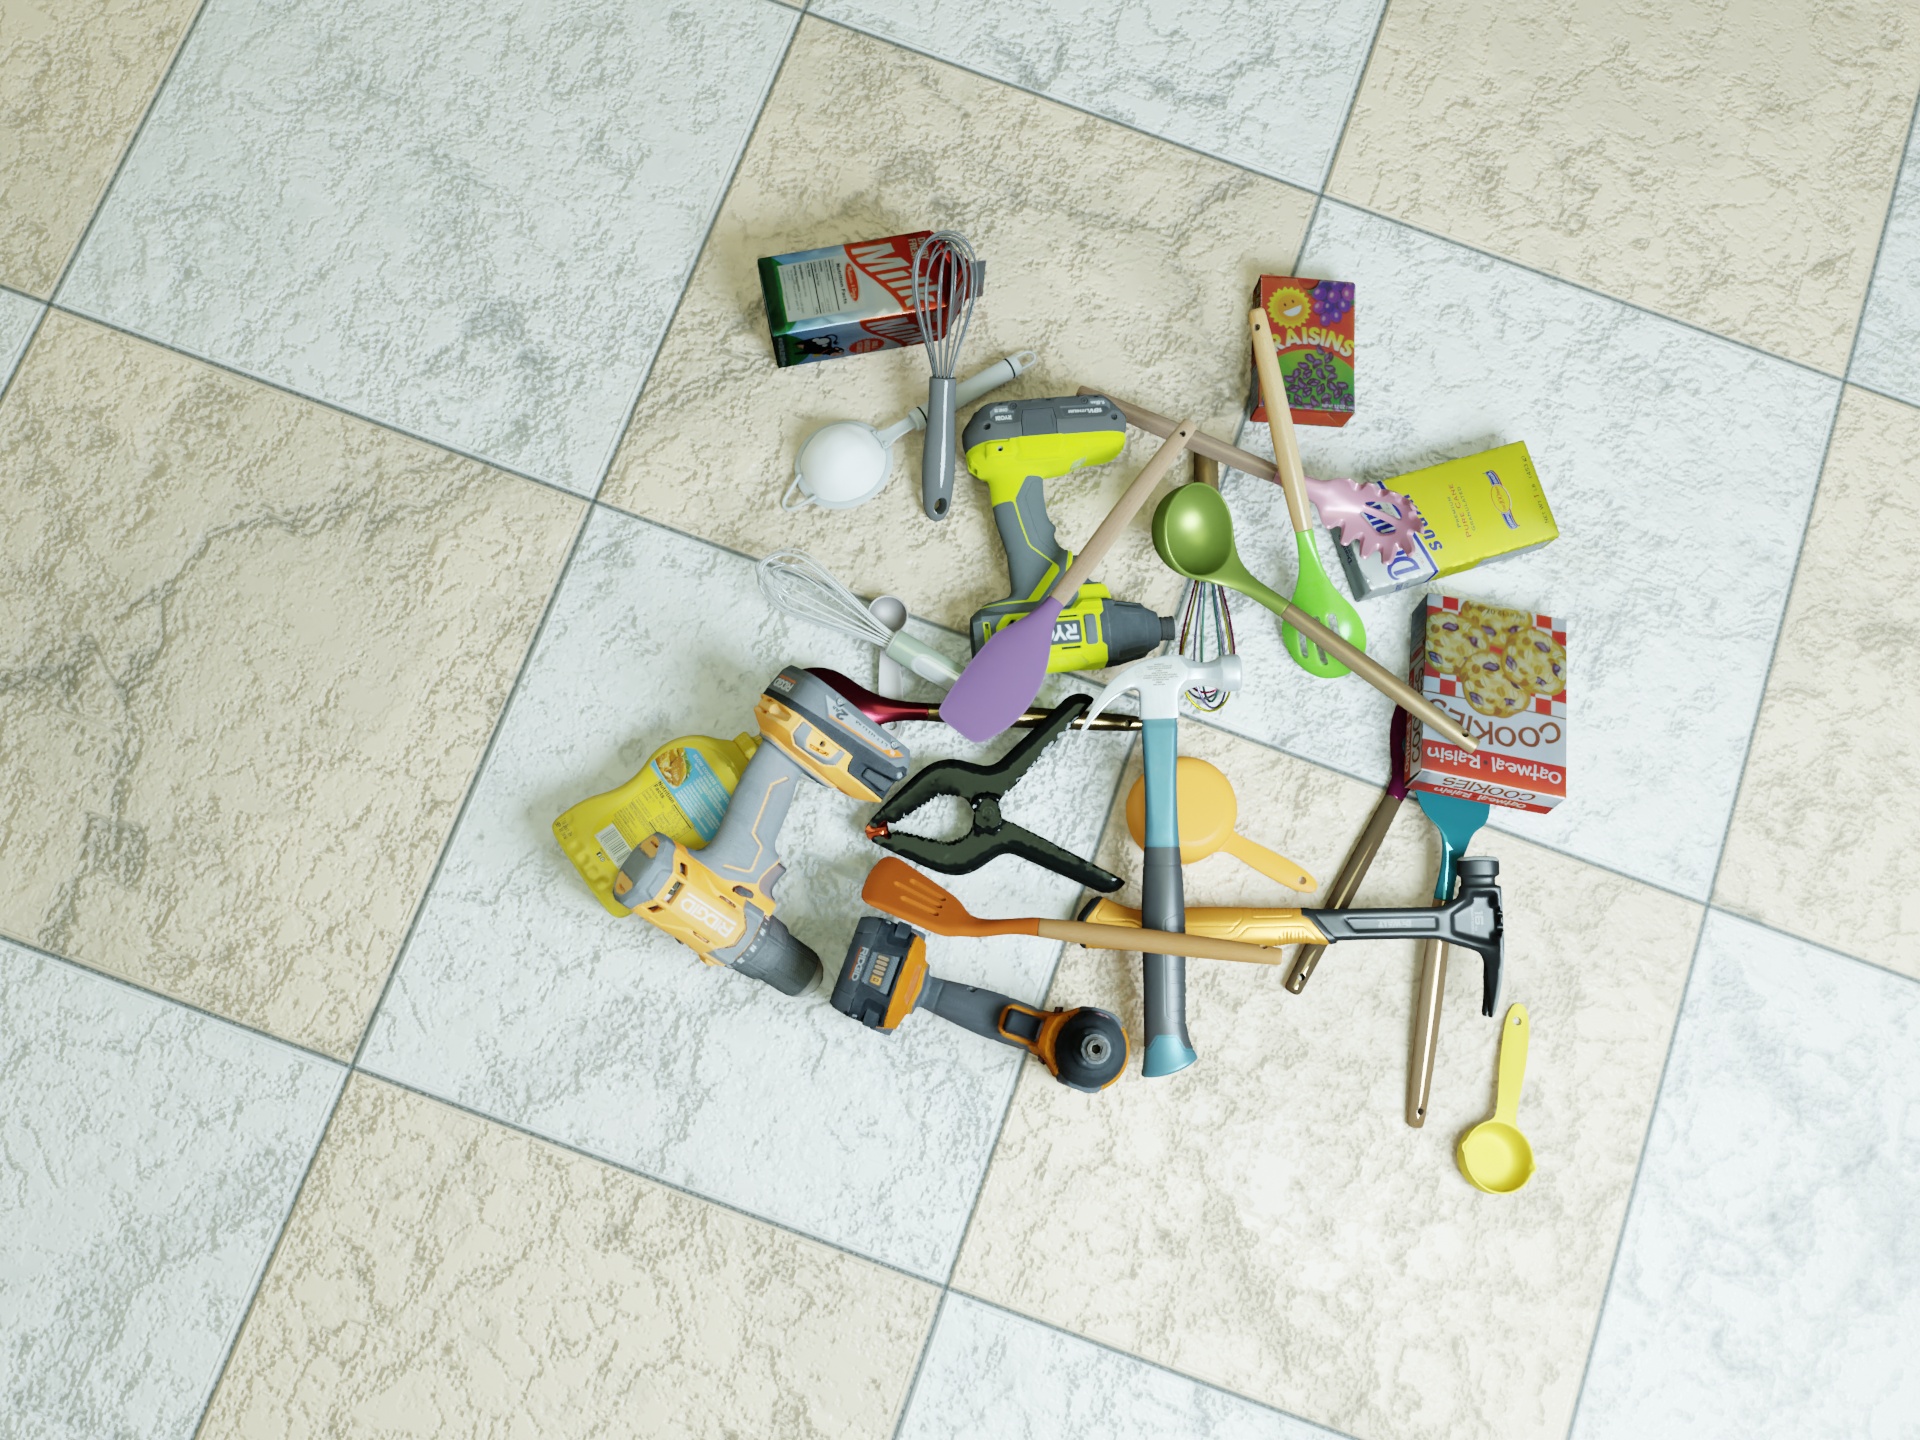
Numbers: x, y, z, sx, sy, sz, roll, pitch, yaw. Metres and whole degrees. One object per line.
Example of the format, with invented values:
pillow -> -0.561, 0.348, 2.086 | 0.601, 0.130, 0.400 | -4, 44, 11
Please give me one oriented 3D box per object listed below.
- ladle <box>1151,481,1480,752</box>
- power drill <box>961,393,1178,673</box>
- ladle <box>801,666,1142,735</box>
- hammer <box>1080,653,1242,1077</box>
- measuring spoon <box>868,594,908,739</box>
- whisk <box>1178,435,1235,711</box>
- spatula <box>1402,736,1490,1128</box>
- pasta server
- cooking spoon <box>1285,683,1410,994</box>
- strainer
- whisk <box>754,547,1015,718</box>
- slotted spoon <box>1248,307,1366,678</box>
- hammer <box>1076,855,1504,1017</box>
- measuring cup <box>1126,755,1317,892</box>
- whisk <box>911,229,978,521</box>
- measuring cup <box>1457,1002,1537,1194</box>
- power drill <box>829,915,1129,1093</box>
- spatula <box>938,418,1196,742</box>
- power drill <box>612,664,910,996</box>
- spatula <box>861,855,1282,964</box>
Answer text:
ladle -> 0.288, -0.080, 1.283 | 0.320, 0.062, 0.078 | 38, 66, 9
power drill -> 0.087, -0.151, 1.332 | 0.171, 0.080, 0.223 | -5, 83, -4
ladle -> -0.002, -0.004, 1.316 | 0.315, 0.031, 0.069 | 3, 87, -7
hammer -> 0.161, 0.113, 1.254 | 0.128, 0.033, 0.331 | -1, 85, 6
measuring spoon -> -0.060, -0.043, 1.335 | 0.034, 0.018, 0.124 | -2, 86, -5
whisk -> 0.207, -0.127, 1.348 | 0.047, 0.051, 0.245 | 1, 76, 3
spatula -> 0.389, 0.172, 1.302 | 0.082, 0.044, 0.317 | 9, 86, -9
pasta server -> 0.239, -0.216, 1.339 | 0.316, 0.040, 0.060 | 25, 117, 12
cooking spoon -> 0.349, 0.087, 1.325 | 0.069, 0.017, 0.319 | 30, 78, 3
strainer -> -0.044, -0.257, 1.363 | 0.258, 0.050, 0.087 | -31, 68, -11
whisk -> -0.062, -0.068, 1.302 | 0.246, 0.059, 0.057 | 30, 116, 4
slotted spoon -> 0.274, -0.181, 1.306 | 0.070, 0.031, 0.313 | -8, 103, 30
hammer -> 0.262, 0.173, 1.274 | 0.337, 0.034, 0.127 | -1, 84, 5
measuring cup -> 0.219, 0.093, 1.299 | 0.173, 0.052, 0.095 | 29, 79, 5
whisk -> -0.017, -0.283, 1.320 | 0.055, 0.055, 0.239 | 2, 109, -3
measuring cup -> 0.439, 0.306, 1.289 | 0.062, 0.029, 0.157 | 17, 67, 0
power drill -> 0.019, 0.222, 1.210 | 0.226, 0.164, 0.084 | 20, 79, 3
spatula -> 0.095, -0.115, 1.284 | 0.060, 0.018, 0.316 | 36, 86, -3
power drill -> -0.134, 0.095, 1.243 | 0.185, 0.084, 0.226 | 39, 82, -27
spatula -> 0.085, 0.154, 1.226 | 0.322, 0.081, 0.041 | 6, 112, 11
